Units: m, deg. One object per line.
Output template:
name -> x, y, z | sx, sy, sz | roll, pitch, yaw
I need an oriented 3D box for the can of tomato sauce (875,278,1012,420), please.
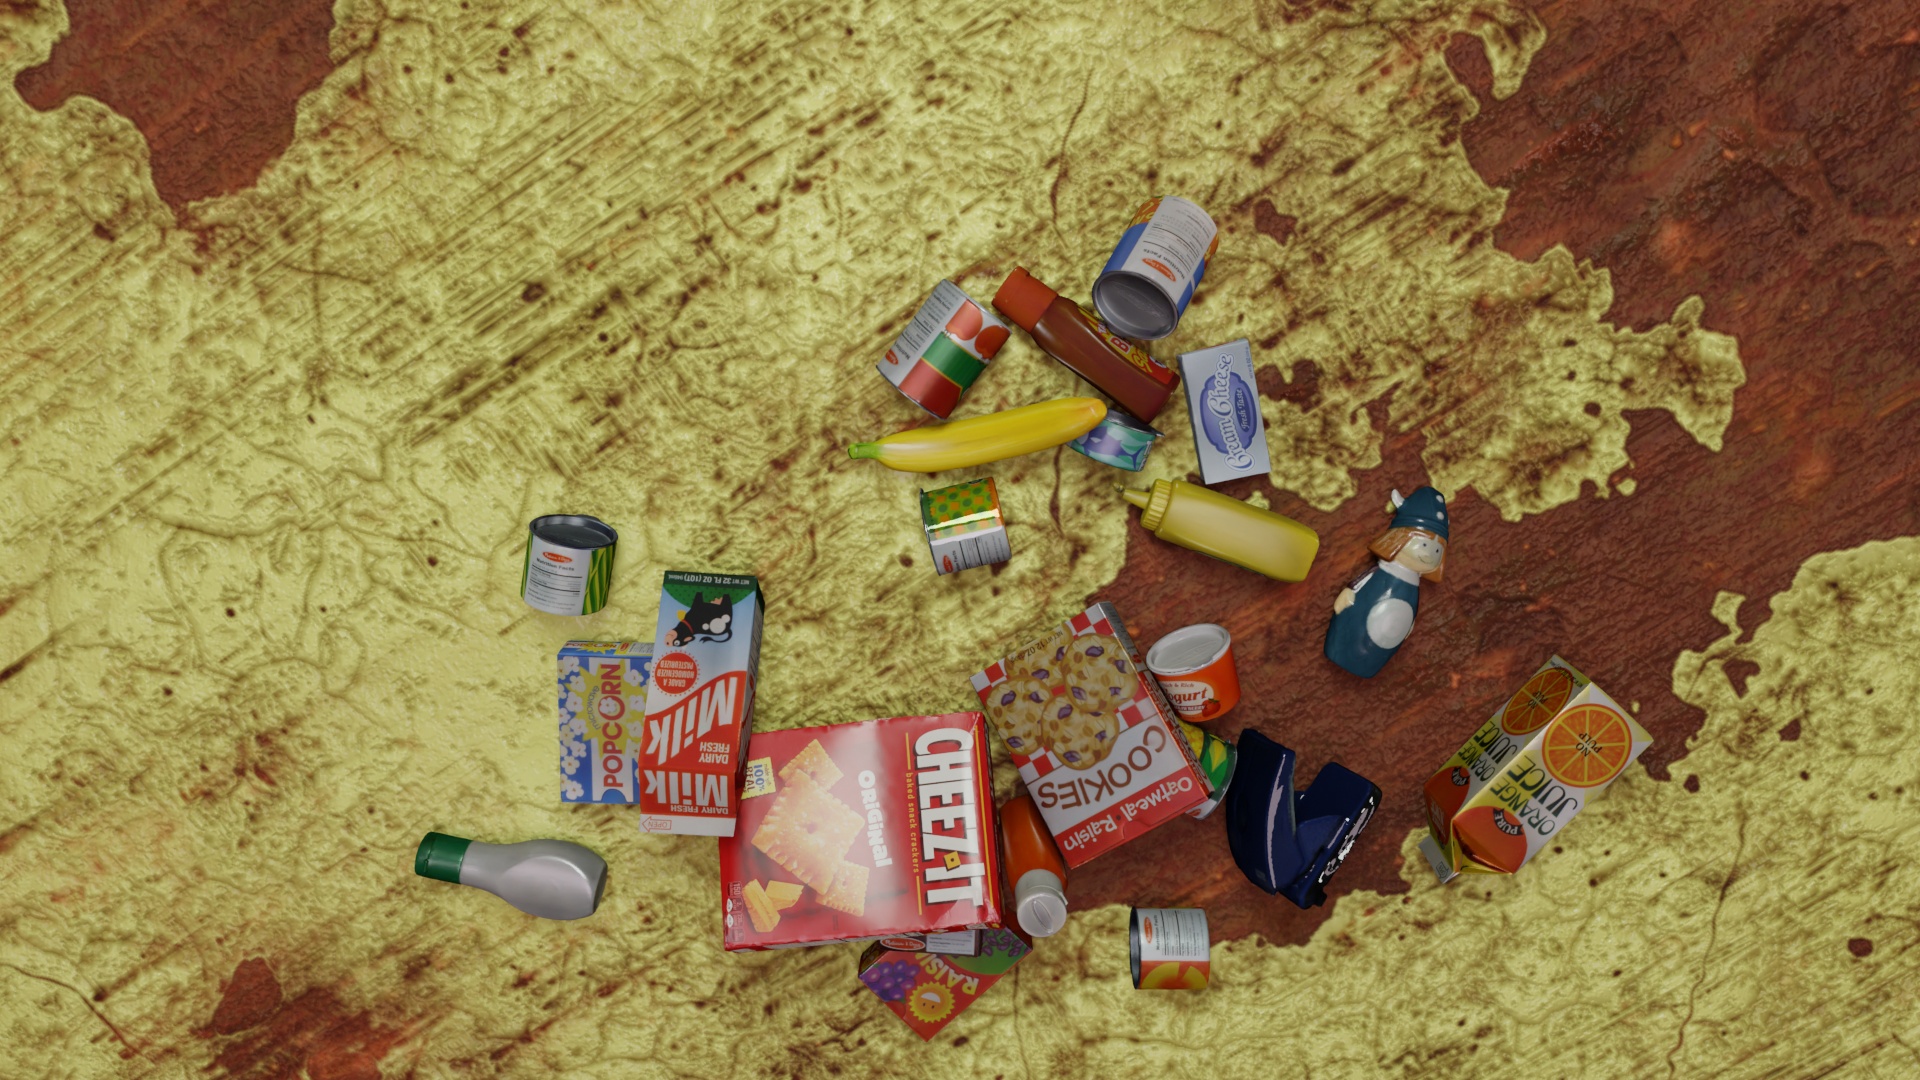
can of tomato sauce -> -0.011, -0.141, 1.029 | 0.071, 0.071, 0.083 | 37, 100, -8

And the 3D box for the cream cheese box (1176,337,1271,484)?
cream cheese box -> 0.201, -0.098, 1.060 | 0.053, 0.024, 0.103 | -12, 103, 4

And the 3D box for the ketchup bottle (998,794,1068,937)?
ketchup bottle -> 0.059, 0.254, 1.077 | 0.043, 0.149, 0.064 | -28, 102, 5

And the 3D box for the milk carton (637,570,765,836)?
milk carton -> -0.194, 0.124, 1.041 | 0.072, 0.073, 0.191 | 3, 70, -2

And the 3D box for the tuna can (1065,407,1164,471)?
tuna can -> 0.115, -0.077, 1.043 | 0.071, 0.071, 0.032 | 19, 104, -4

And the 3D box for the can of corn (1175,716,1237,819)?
can of corn -> 0.178, 0.177, 1.104 | 0.058, 0.071, 0.071 | 27, 102, -6

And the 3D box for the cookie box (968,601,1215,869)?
cookie box -> 0.100, 0.149, 1.066 | 0.122, 0.040, 0.167 | -32, 77, 17

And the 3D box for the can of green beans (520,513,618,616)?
can of green beans -> -0.300, 0.018, 1.063 | 0.071, 0.071, 0.057 | 13, 109, -3

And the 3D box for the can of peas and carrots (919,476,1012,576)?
can of peas and carrots -> 0.004, -0.013, 1.060 | 0.059, 0.071, 0.070 | -13, 103, 3

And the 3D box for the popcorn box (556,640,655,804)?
popcorn box -> -0.274, 0.145, 1.109 | 0.085, 0.038, 0.126 | 2, 103, -2

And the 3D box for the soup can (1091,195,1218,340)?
soup can -> 0.140, -0.195, 1.000 | 0.071, 0.071, 0.084 | 34, 61, -8

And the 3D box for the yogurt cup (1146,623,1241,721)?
yogurt cup -> 0.186, 0.105, 1.087 | 0.072, 0.072, 0.053 | -21, 110, 5

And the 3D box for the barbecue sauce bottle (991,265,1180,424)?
barbecue sauce bottle -> 0.092, -0.146, 1.031 | 0.148, 0.065, 0.043 | 36, 111, 1

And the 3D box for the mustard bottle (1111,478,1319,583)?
mustard bottle -> 0.190, -0.013, 1.062 | 0.160, 0.065, 0.048 | 19, 97, 2

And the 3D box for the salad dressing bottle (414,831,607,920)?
salad dressing bottle -> -0.367, 0.270, 1.136 | 0.148, 0.044, 0.064 | 12, 105, -2

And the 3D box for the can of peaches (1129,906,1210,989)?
can of peaches -> 0.171, 0.335, 1.140 | 0.058, 0.071, 0.071 | 0, 103, 0

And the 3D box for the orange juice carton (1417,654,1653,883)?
orange juice carton -> 0.441, 0.191, 1.102 | 0.073, 0.072, 0.192 | 40, 100, -8

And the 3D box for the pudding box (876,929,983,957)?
pudding box -> -0.023, 0.301, 1.109 | 0.084, 0.030, 0.049 | 2, 98, 5

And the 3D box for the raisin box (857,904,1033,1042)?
raisin box -> -0.013, 0.344, 1.155 | 0.123, 0.040, 0.086 | -43, 100, 10
